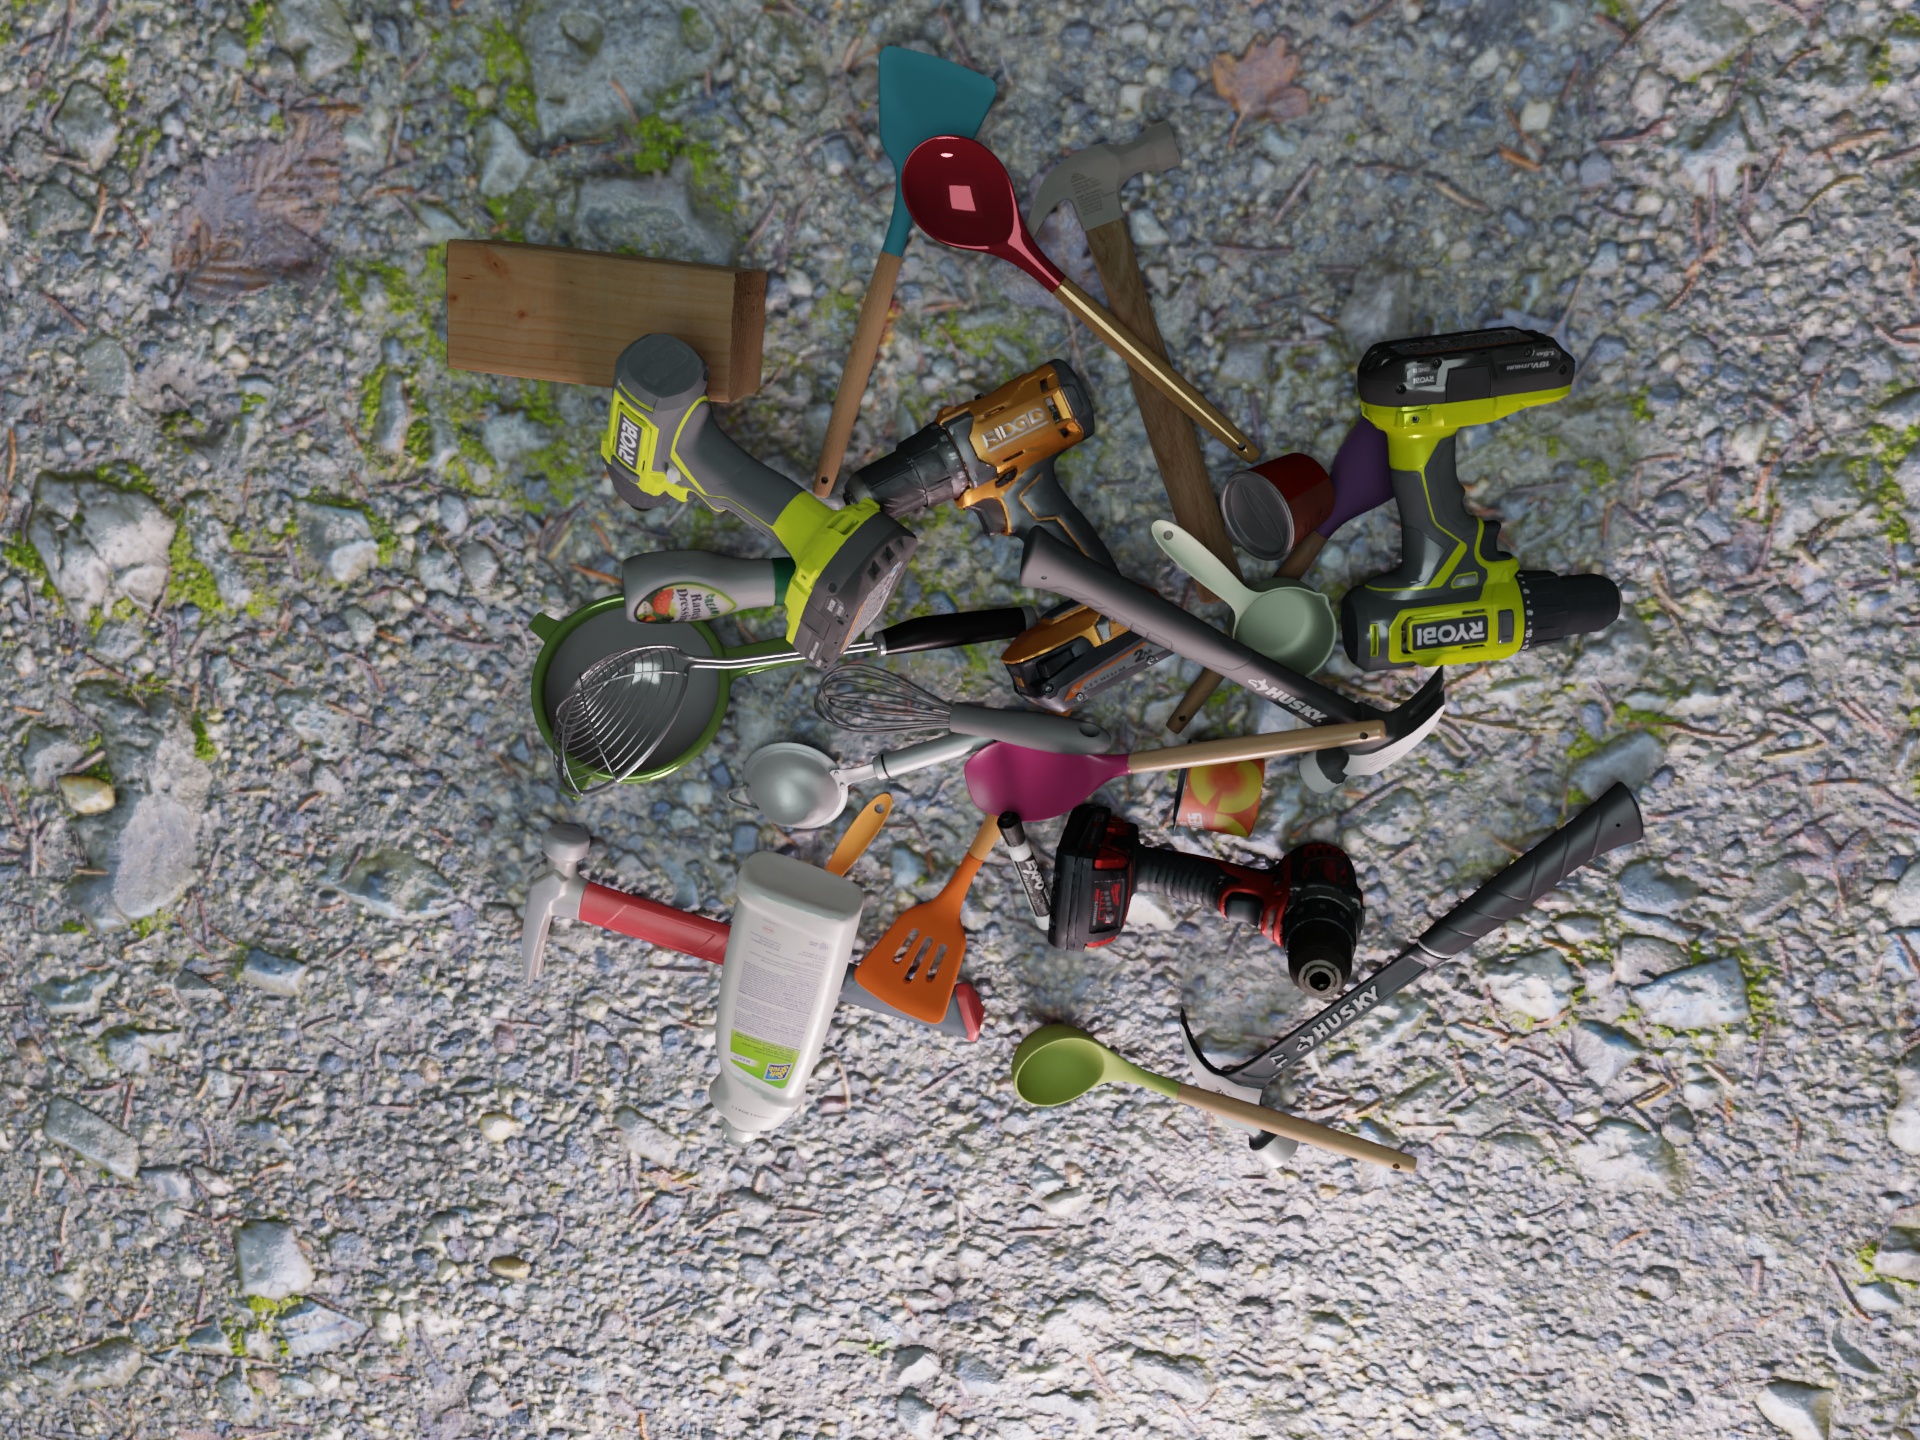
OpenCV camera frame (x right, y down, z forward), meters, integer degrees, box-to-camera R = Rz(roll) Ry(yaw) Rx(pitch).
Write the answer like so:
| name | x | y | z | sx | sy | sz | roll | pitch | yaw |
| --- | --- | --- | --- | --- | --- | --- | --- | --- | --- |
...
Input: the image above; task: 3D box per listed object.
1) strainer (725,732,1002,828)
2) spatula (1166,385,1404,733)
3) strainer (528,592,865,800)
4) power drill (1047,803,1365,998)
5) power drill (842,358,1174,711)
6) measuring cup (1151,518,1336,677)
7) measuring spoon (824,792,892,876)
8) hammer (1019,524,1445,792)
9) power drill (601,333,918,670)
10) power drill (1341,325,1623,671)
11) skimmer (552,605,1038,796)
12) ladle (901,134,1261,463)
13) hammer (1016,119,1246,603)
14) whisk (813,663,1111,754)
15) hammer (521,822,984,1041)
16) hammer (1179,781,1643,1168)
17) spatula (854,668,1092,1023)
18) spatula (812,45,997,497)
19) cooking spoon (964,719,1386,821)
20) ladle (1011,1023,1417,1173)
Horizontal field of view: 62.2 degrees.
| name | x | y | z | sx | sy | sz | roll | pitch | yaw |
| --- | --- | --- | --- | --- | --- | --- | --- | --- | --- |
| strainer | -0.069 | 0.038 | 1.238 | 0.258 | 0.050 | 0.086 | -17 | 122 | 12 |
| spatula | 0.249 | -0.115 | 1.162 | 0.060 | 0.018 | 0.316 | 35 | 108 | -3 |
| strainer | -0.198 | -0.031 | 1.233 | 0.256 | 0.069 | 0.152 | -13 | 75 | -6 |
| power drill | 0.181 | 0.136 | 1.164 | 0.227 | 0.188 | 0.080 | 7 | 109 | 10 |
| power drill | 0.037 | -0.119 | 1.133 | 0.185 | 0.084 | 0.226 | -27 | 101 | -10 |
| measuring cup | 0.196 | -0.093 | 1.137 | 0.167 | 0.038 | 0.083 | 38 | 106 | -17 |
| measuring spoon | -0.089 | 0.104 | 1.283 | 0.021 | 0.011 | 0.117 | 36 | 105 | 1 |
| hammer | 0.181 | -0.049 | 1.092 | 0.334 | 0.035 | 0.146 | 26 | 143 | -23 |
| power drill | -0.149 | -0.144 | 1.095 | 0.223 | 0.080 | 0.171 | 39 | 152 | 3 |
| power drill | 0.362 | -0.149 | 1.101 | 0.190 | 0.080 | 0.228 | -7 | 112 | 2 |
| skimmer | -0.118 | -0.023 | 1.170 | 0.363 | 0.127 | 0.090 | -9 | 124 | -15 |
| ladle | 0.088 | -0.283 | 1.094 | 0.315 | 0.031 | 0.069 | 40 | 111 | -8 |
| hammer | 0.136 | -0.240 | 1.132 | 0.130 | 0.031 | 0.331 | -17 | 104 | 12 |
| whisk | -0.001 | -0.004 | 1.191 | 0.239 | 0.055 | 0.055 | 10 | 109 | 20 |
| hammer | -0.171 | 0.206 | 1.310 | 0.386 | 0.038 | 0.143 | 17 | 110 | 2 |
| hammer | 0.349 | 0.183 | 1.233 | 0.409 | 0.036 | 0.149 | -41 | 97 | 17 |
| spatula | 0.023 | 0.089 | 1.243 | 0.081 | 0.041 | 0.322 | 29 | 107 | 1 |
| spatula | -0.059 | -0.307 | 1.132 | 0.082 | 0.044 | 0.317 | 17 | 110 | -5 |
| cooking spoon | 0.149 | 0.028 | 1.161 | 0.319 | 0.017 | 0.068 | -9 | 106 | 25 |
| ladle | 0.194 | 0.308 | 1.248 | 0.320 | 0.062 | 0.078 | 14 | 127 | 17 |
